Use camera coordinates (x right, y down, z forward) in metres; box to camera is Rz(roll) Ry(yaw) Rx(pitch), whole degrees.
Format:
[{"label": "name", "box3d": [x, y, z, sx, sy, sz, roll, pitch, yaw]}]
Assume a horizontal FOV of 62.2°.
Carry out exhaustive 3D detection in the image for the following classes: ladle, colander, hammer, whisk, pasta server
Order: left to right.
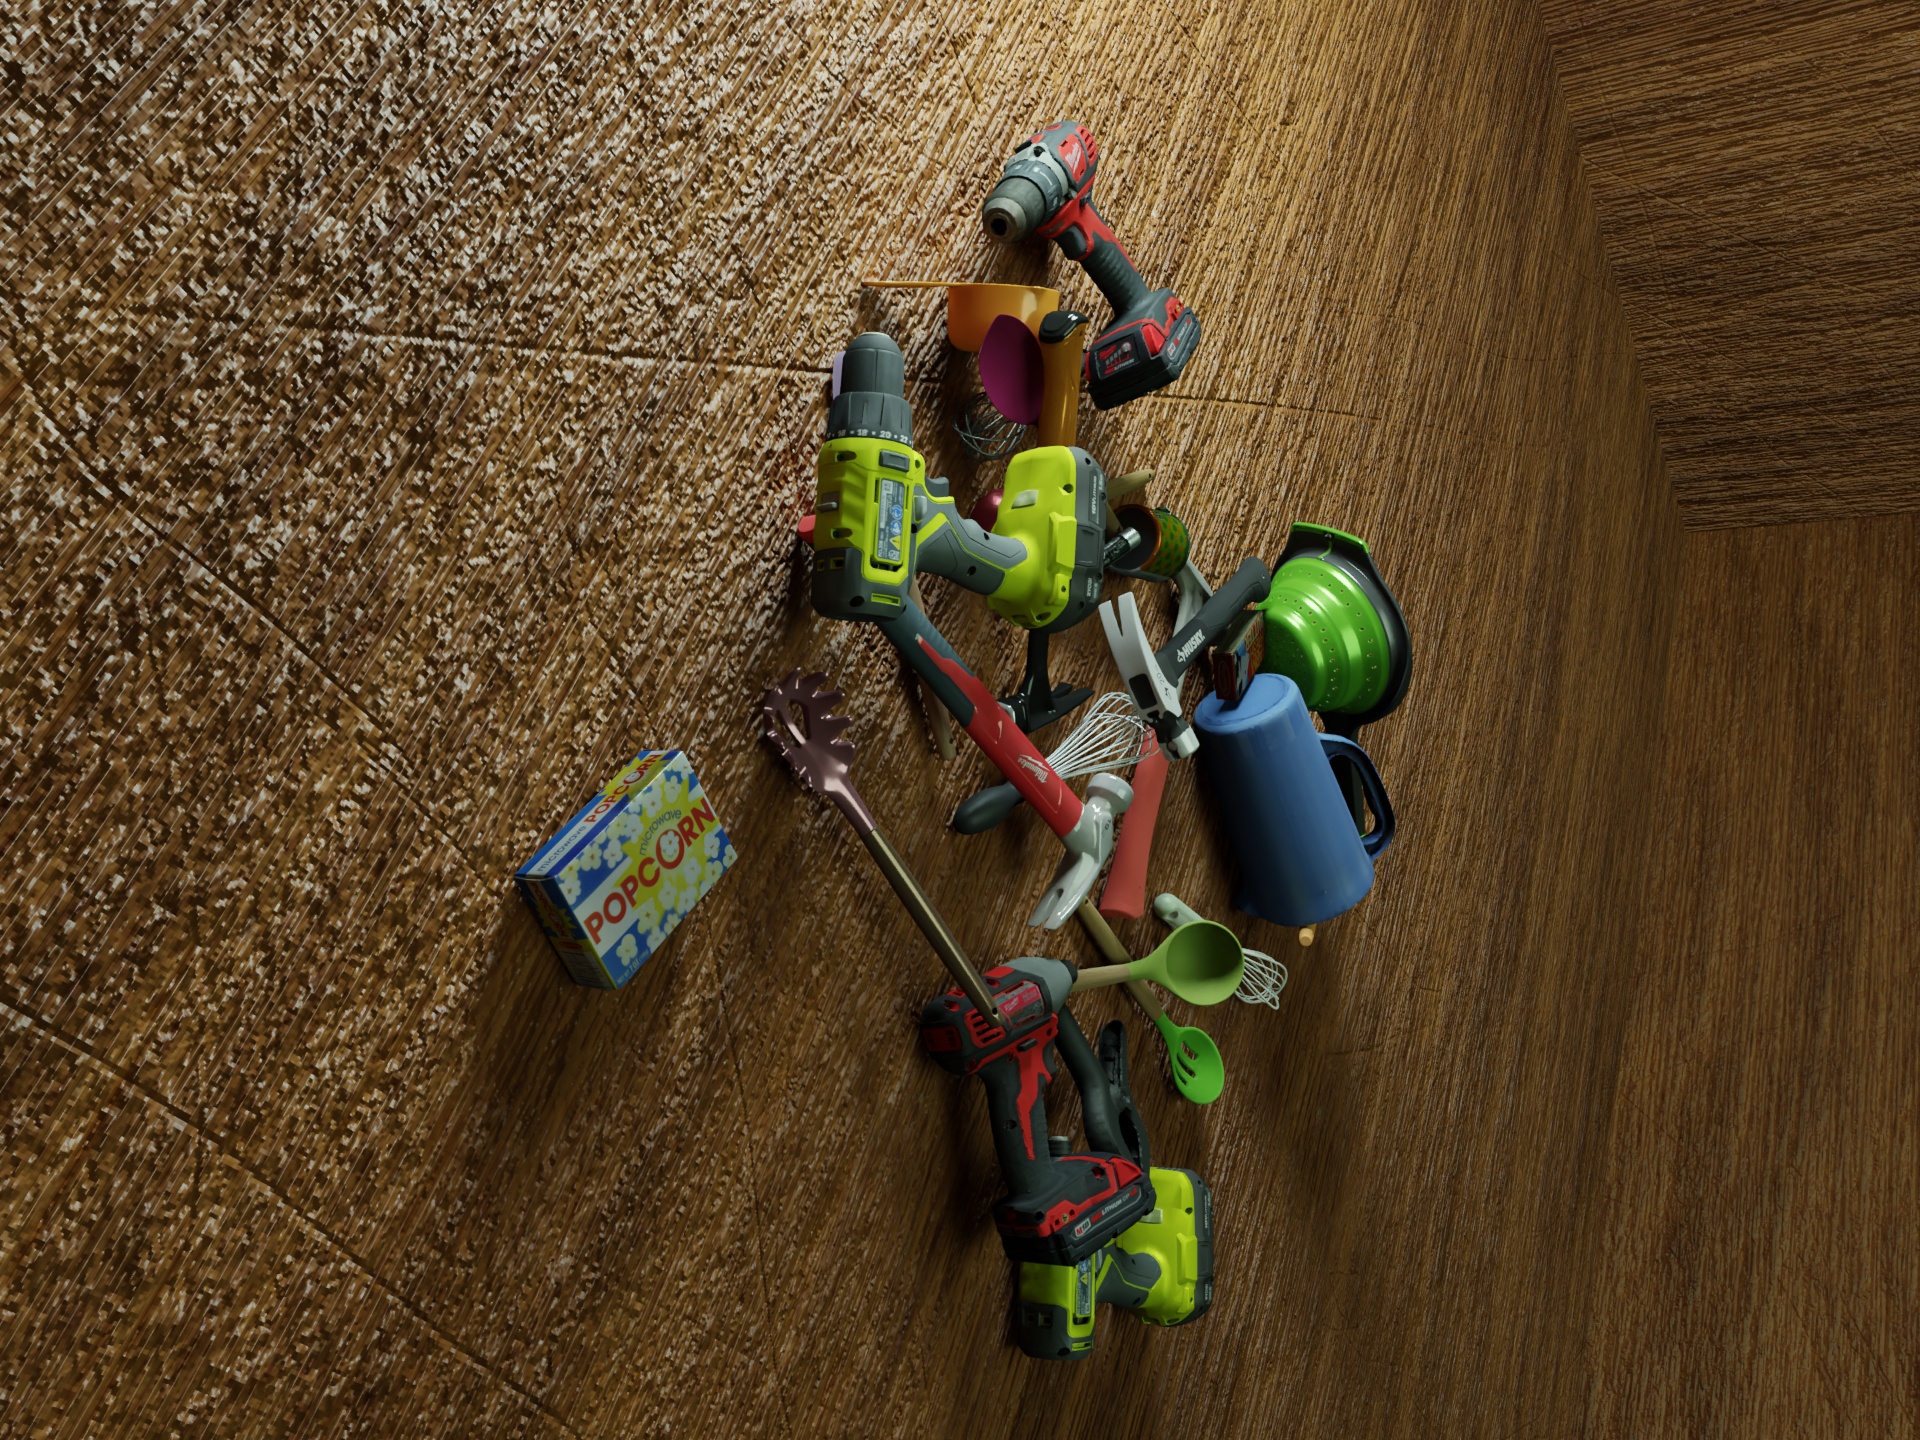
[{"label": "pasta server", "box3d": [-0.047, 0.098, 1.118, 0.060, 0.040, 0.316, -43, 112, -29]}, {"label": "hammer", "box3d": [-0.002, -0.004, 1.194, 0.385, 0.038, 0.143, 49, 59, -32]}, {"label": "whisk", "box3d": [0.059, -0.270, 1.326, 0.239, 0.055, 0.055, -46, 124, -50]}, {"label": "hammer", "box3d": [0.075, -0.156, 1.274, 0.127, 0.034, 0.336, -25, 125, -51]}, {"label": "whisk", "box3d": [0.085, 0.037, 1.339, 0.284, 0.070, 0.070, -27, 110, -47]}, {"label": "ladle", "box3d": [0.100, -0.190, 1.397, 0.315, 0.031, 0.069, -29, 114, -53]}, {"label": "ladle", "box3d": [0.135, 0.221, 1.372, 0.320, 0.062, 0.078, 1, 85, -46]}, {"label": "hammer", "box3d": [0.182, 0.016, 1.492, 0.149, 0.037, 0.359, 45, 53, -44]}, {"label": "hammer", "box3d": [0.225, -0.092, 1.483, 0.146, 0.035, 0.335, 62, 35, -9]}, {"label": "whisk", "box3d": [0.260, 0.229, 1.586, 0.246, 0.058, 0.059, 39, 23, -42]}, {"label": "colander", "box3d": [0.375, -0.006, 1.683, 0.094, 0.205, 0.396, -25, 120, -25]}]

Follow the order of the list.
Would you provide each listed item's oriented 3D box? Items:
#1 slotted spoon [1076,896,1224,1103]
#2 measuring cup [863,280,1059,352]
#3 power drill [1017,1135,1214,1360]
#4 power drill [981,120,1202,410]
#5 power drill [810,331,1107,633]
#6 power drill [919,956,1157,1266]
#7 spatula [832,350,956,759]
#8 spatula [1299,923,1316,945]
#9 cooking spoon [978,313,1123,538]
[{"label": "slotted spoon", "box3d": [0.171, 0.255, 1.474, 0.313, 0.031, 0.070, 56, 46, -35]}, {"label": "measuring cup", "box3d": [-0.002, -0.310, 1.227, 0.173, 0.095, 0.052, -7, 106, -35]}, {"label": "power drill", "box3d": [0.130, 0.446, 1.364, 0.223, 0.080, 0.171, 19, 68, -50]}, {"label": "power drill", "box3d": [0.104, -0.378, 1.339, 0.226, 0.080, 0.188, 56, 38, -21]}, {"label": "power drill", "box3d": [-0.003, -0.156, 1.116, 0.228, 0.080, 0.190, 7, 85, -41]}, {"label": "power drill", "box3d": [0.063, 0.295, 1.233, 0.143, 0.078, 0.219, -21, 92, -39]}, {"label": "spatula", "box3d": [-0.047, -0.119, 1.190, 0.060, 0.018, 0.315, -31, 112, -50]}, {"label": "spatula", "box3d": [0.396, 0.180, 1.742, 0.322, 0.041, 0.081, -44, 125, -69]}, {"label": "cooking spoon", "box3d": [0.079, -0.226, 1.299, 0.069, 0.017, 0.318, -66, 150, -12]}]
